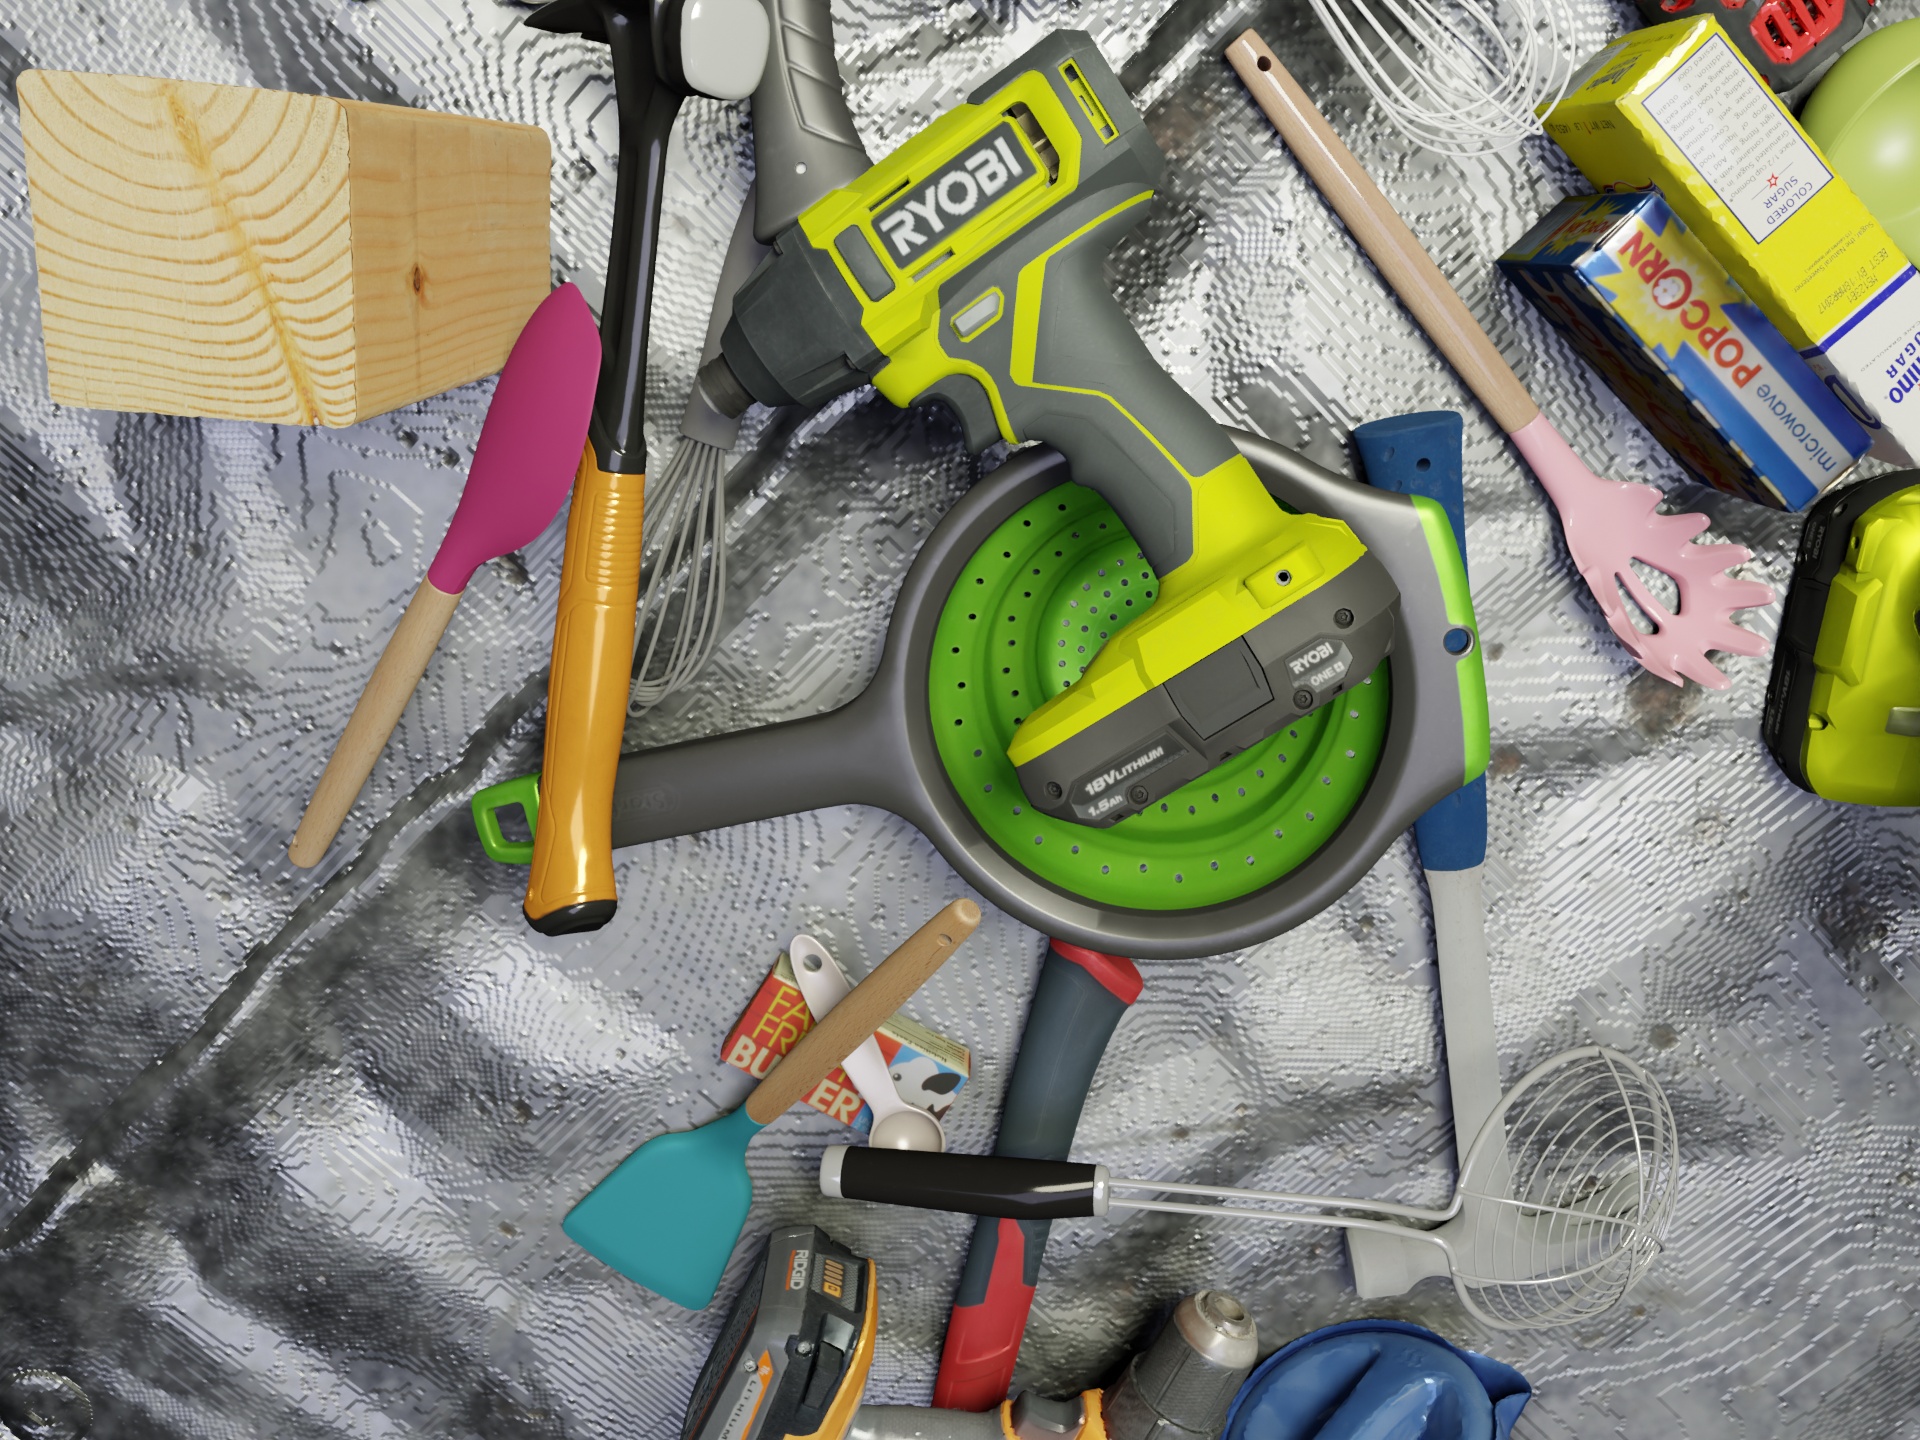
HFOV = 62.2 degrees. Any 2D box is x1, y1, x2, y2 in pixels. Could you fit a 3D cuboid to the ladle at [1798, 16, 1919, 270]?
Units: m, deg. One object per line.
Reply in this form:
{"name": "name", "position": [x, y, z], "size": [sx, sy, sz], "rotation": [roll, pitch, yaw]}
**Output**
{"name": "ladle", "position": [0.414, -0.122, 0.609], "size": [0.078, 0.062, 0.320], "rotation": [-34, 107, 14]}

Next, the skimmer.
{"name": "skimmer", "position": [0.125, 0.195, 0.692], "size": [0.363, 0.090, 0.127], "rotation": [2, 105, 10]}

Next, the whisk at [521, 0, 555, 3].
{"name": "whisk", "position": [-0.049, -0.281, 0.573], "size": [0.246, 0.059, 0.057], "rotation": [-2, 152, 7]}

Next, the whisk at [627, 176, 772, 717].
{"name": "whisk", "position": [-0.098, -0.113, 0.633], "size": [0.055, 0.055, 0.239], "rotation": [19, 103, -5]}

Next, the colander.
{"name": "colander", "position": [-0.001, -0.002, 0.641], "size": [0.397, 0.094, 0.204], "rotation": [-11, 101, 12]}

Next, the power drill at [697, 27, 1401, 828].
{"name": "power drill", "position": [0.027, -0.085, 0.530], "size": [0.171, 0.080, 0.223], "rotation": [-32, 91, 16]}

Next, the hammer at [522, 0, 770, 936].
{"name": "hammer", "position": [-0.130, -0.082, 0.570], "size": [0.034, 0.127, 0.336], "rotation": [-3, 111, -36]}

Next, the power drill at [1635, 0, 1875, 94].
{"name": "power drill", "position": [0.311, -0.335, 0.532], "size": [0.219, 0.079, 0.143], "rotation": [-42, 102, 16]}

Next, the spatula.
{"name": "spatula", "position": [-0.078, 0.167, 0.687], "size": [0.082, 0.044, 0.317], "rotation": [34, 131, -7]}

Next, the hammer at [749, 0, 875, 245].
{"name": "hammer", "position": [-0.073, -0.332, 0.531], "size": [0.146, 0.035, 0.334], "rotation": [-4, 97, 4]}

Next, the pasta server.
{"name": "pasta server", "position": [0.207, -0.138, 0.618], "size": [0.060, 0.040, 0.316], "rotation": [-42, 102, -3]}

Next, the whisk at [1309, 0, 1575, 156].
{"name": "whisk", "position": [0.104, -0.306, 0.559], "size": [0.284, 0.070, 0.070], "rotation": [41, 105, -6]}

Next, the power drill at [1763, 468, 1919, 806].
{"name": "power drill", "position": [0.377, 0.011, 0.561], "size": [0.080, 0.229, 0.190], "rotation": [4, 109, 0]}

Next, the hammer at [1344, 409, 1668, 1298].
{"name": "hammer", "position": [0.220, 0.070, 0.687], "size": [0.144, 0.035, 0.405], "rotation": [-10, 108, 5]}

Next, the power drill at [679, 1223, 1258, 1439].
{"name": "power drill", "position": [0.007, 0.305, 0.709], "size": [0.226, 0.084, 0.185], "rotation": [24, 108, -8]}

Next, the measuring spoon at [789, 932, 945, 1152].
{"name": "measuring spoon", "position": [-0.043, 0.147, 0.707], "size": [0.034, 0.018, 0.124], "rotation": [-26, 99, 6]}

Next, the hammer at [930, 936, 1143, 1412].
{"name": "hammer", "position": [0.002, 0.268, 0.758], "size": [0.143, 0.038, 0.386], "rotation": [12, 108, -1]}

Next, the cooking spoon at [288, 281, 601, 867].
{"name": "cooking spoon", "position": [-0.209, -0.037, 0.618], "size": [0.017, 0.069, 0.318], "rotation": [1, 141, -42]}
